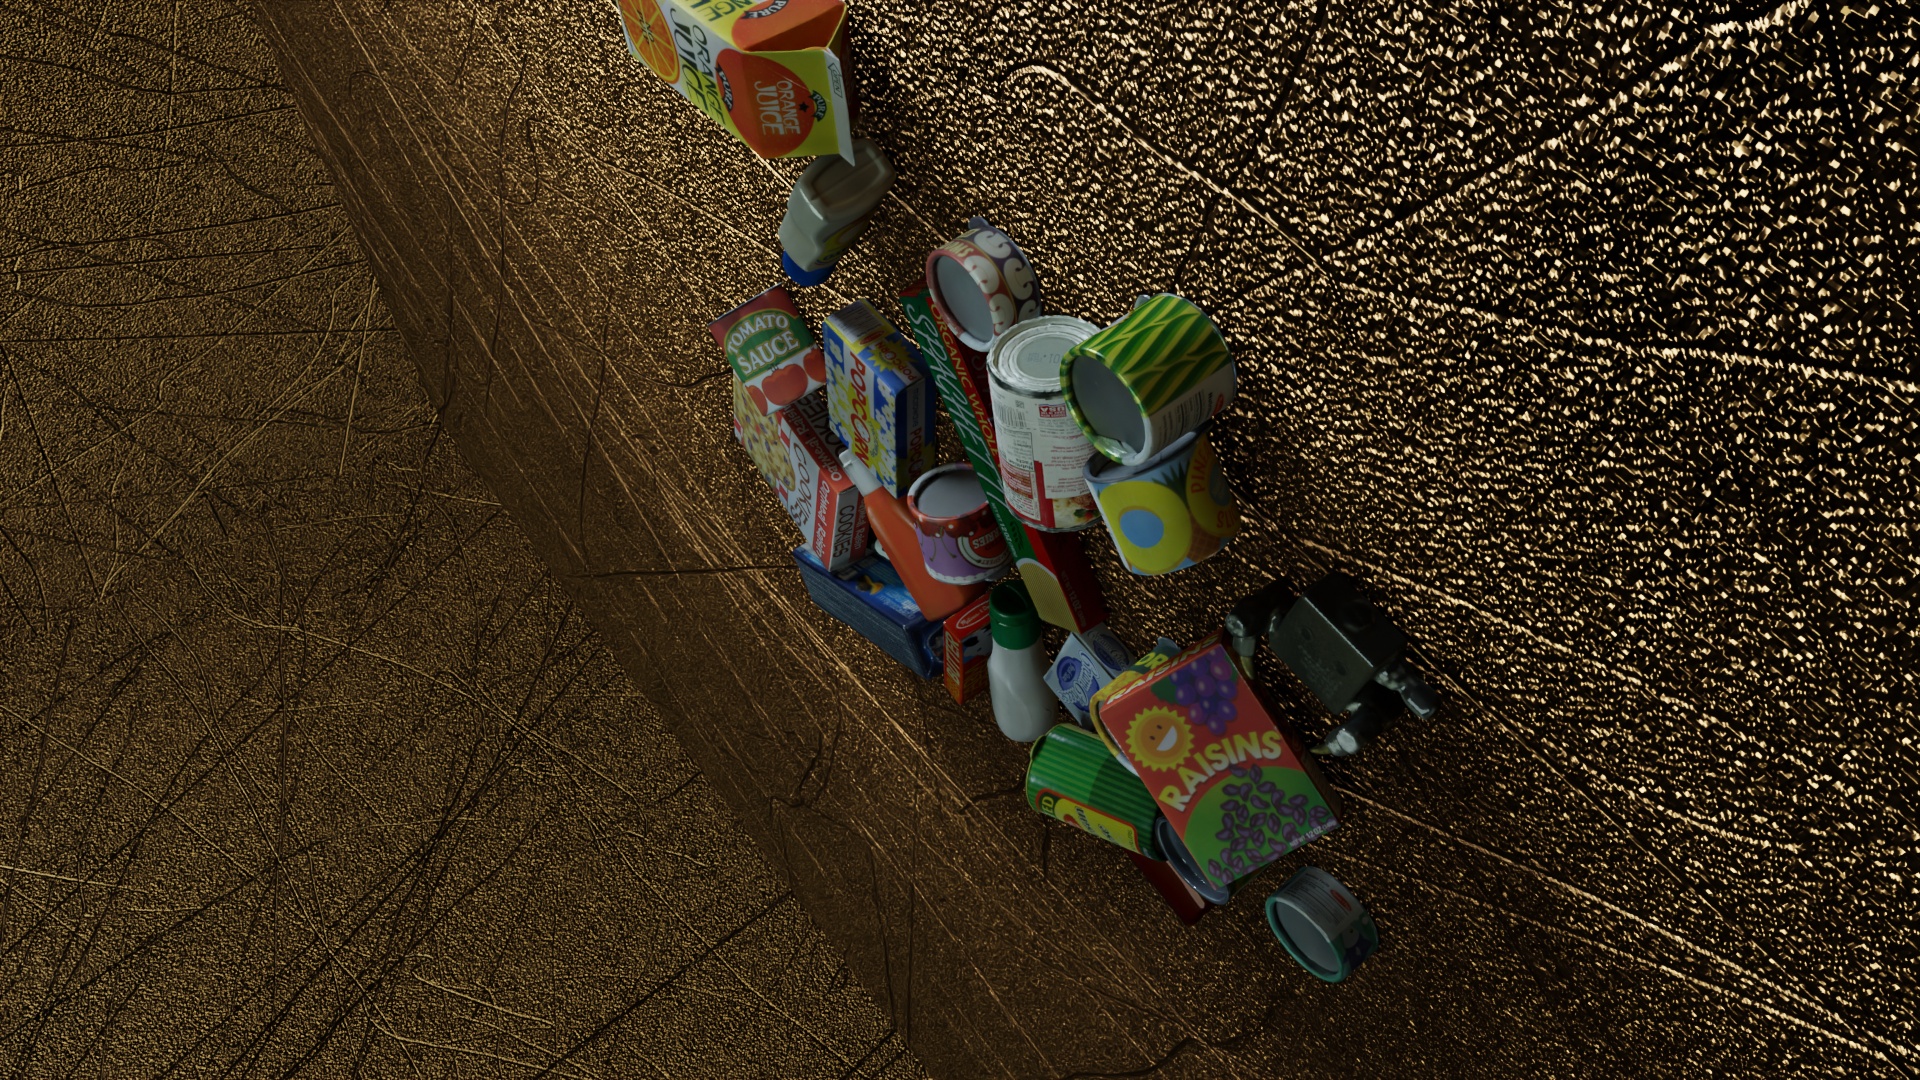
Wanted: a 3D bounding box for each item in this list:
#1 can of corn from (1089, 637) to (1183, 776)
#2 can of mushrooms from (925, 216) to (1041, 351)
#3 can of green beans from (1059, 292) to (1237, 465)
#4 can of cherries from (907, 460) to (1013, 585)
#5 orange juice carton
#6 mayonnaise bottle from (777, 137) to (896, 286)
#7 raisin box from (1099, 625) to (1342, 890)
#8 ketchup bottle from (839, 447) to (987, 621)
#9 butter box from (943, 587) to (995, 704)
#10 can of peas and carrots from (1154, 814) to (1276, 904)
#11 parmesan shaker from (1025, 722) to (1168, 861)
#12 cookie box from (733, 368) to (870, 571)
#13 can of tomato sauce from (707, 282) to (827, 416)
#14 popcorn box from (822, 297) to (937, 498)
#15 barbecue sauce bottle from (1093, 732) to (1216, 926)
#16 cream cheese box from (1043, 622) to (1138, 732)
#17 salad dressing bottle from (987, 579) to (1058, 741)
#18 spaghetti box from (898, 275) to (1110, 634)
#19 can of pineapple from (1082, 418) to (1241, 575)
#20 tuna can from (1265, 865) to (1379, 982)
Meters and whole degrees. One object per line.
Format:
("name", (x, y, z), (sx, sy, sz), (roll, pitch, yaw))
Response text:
("can of corn", (0.122, 0.105, 0.867), (0.071, 0.058, 0.070), (45, 156, 27))
("can of mushrooms", (0.011, -0.144, 0.784), (0.071, 0.033, 0.070), (46, 157, 26))
("can of green beans", (0.090, -0.078, 0.674), (0.071, 0.058, 0.071), (45, 156, 27))
("can of cherries", (0.003, -0.012, 0.947), (0.071, 0.072, 0.058), (34, 148, 45))
("orange juice carton", (-0.122, -0.289, 0.810), (0.193, 0.073, 0.071), (43, 155, 31))
("mayonnaise bottle", (-0.084, -0.200, 0.876), (0.041, 0.065, 0.148), (53, 163, -2))
("raisin box", (0.149, 0.124, 0.797), (0.123, 0.086, 0.040), (56, -161, 0))
("ketchup bottle", (-0.040, -0.011, 1.068), (0.064, 0.044, 0.148), (-27, 96, 54))
("butter box", (0.014, 0.083, 1.077), (0.024, 0.053, 0.103), (47, 157, 27))
("can of peas and carrots", (0.167, 0.185, 0.885), (0.071, 0.059, 0.070), (45, 155, 28))
("parmesan shaker", (0.104, 0.171, 0.952), (0.103, 0.071, 0.071), (16, 137, 37))
("cookie box", (-0.133, -0.073, 1.165), (0.168, 0.040, 0.122), (53, 155, 22))
("can of tomato sauce", (-0.146, -0.146, 1.071), (0.083, 0.071, 0.071), (60, 158, -11))
("popcorn box", (-0.056, -0.099, 0.987), (0.085, 0.038, 0.126), (46, 157, 24))
("barbecue sauce bottle", (0.134, 0.207, 1.009), (0.149, 0.044, 0.064), (49, 157, 20))
("cream cheese box", (0.091, 0.094, 0.964), (0.053, 0.024, 0.103), (49, 158, 14))
("salad dressing bottle", (0.045, 0.091, 1.036), (0.064, 0.044, 0.146), (49, 157, 38))
("spaghetti box", (0.030, -0.052, 0.882), (0.050, 0.029, 0.249), (17, 136, 58))
("can of pineapple", (0.105, -0.023, 0.711), (0.071, 0.071, 0.057), (12, 133, 61))
("tuna can", (0.226, 0.243, 0.874), (0.071, 0.033, 0.070), (45, 156, 27))
